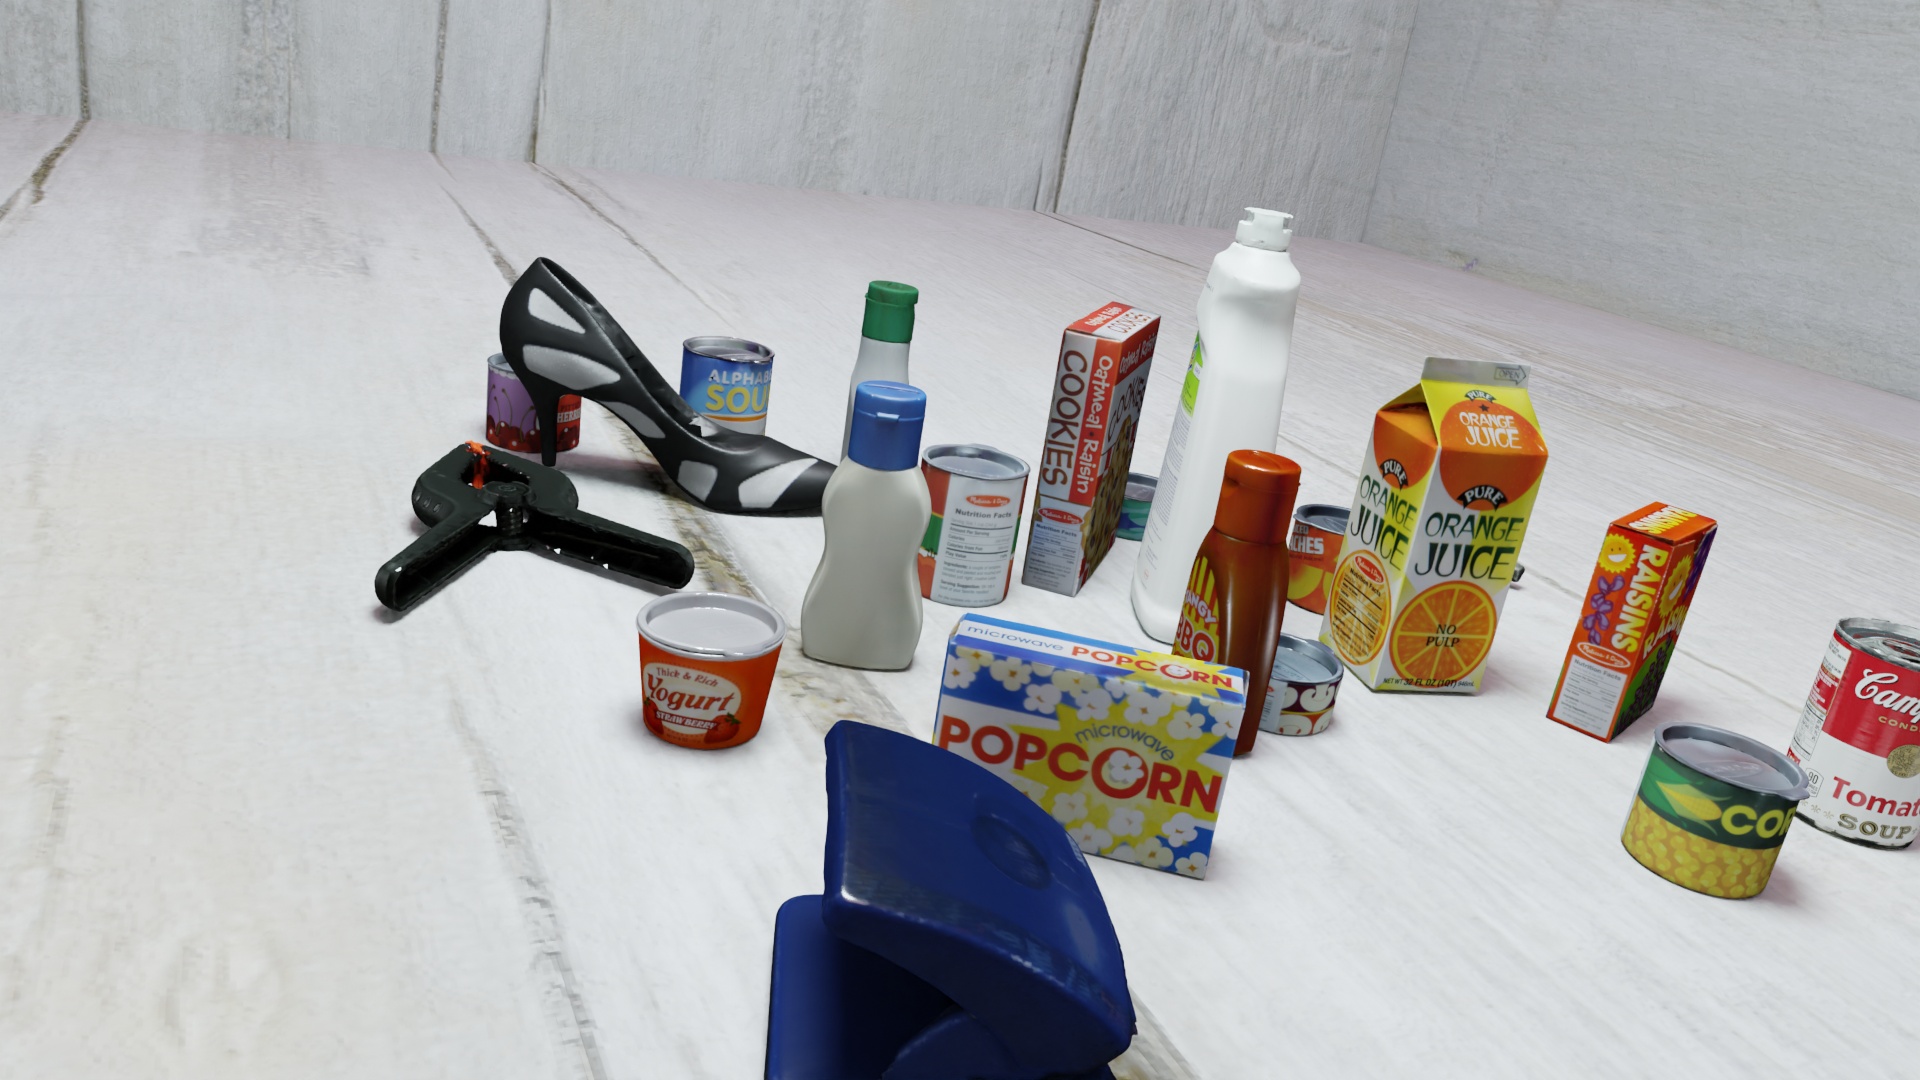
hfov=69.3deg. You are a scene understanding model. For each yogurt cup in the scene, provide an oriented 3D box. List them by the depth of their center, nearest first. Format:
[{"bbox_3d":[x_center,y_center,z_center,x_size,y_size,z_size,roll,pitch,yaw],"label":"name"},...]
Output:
[{"bbox_3d":[-0.117,0.060,0.641,0.072,0.053,0.072,8,20,-3],"label":"yogurt cup"}]

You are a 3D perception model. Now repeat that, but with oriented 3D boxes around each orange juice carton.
[{"bbox_3d":[0.276,-0.012,0.808,0.072,0.192,0.073,3,20,-15],"label":"orange juice carton"}]

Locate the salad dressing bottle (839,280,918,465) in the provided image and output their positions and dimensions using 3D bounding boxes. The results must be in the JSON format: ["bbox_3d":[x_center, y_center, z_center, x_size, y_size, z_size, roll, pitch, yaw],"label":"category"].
[{"bbox_3d":[-0.058,-0.111,1.002,0.044,0.147,0.064,8,19,-3],"label":"salad dressing bottle"}]

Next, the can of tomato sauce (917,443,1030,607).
[{"bbox_3d":[0.003,-0.011,0.846,0.071,0.082,0.071,8,19,-3],"label":"can of tomato sauce"}]

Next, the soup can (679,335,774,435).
[{"bbox_3d":[-0.172,-0.101,1.017,0.071,0.083,0.071,8,19,-3],"label":"soup can"}]

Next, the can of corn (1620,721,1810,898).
[{"bbox_3d":[0.356,0.128,0.655,0.071,0.058,0.071,8,19,-3],"label":"can of corn"}]

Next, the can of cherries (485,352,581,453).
[{"bbox_3d":[-0.302,-0.099,0.992,0.071,0.058,0.072,8,19,-3],"label":"can of cherries"}]

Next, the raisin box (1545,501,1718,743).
[{"bbox_3d":[0.388,0.045,0.801,0.040,0.123,0.086,25,25,38],"label":"raisin box"}]

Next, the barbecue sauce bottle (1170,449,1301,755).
[{"bbox_3d":[0.137,0.030,0.697,0.044,0.148,0.065,3,20,-17],"label":"barbecue sauce bottle"}]

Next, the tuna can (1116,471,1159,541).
[{"bbox_3d":[0.125,-0.026,1.016,0.071,0.032,0.071,8,20,-3],"label":"tuna can"}]

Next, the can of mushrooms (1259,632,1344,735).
[{"bbox_3d":[0.173,0.076,0.755,0.071,0.033,0.071,8,20,-3],"label":"can of mushrooms"}]

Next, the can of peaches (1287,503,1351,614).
[{"bbox_3d":[0.248,0.013,0.924,0.071,0.057,0.071,8,19,-3],"label":"can of peaches"}]

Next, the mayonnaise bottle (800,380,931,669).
[{"bbox_3d":[-0.045,-0.007,0.720,0.065,0.147,0.041,8,19,-2],"label":"mayonnaise bottle"}]

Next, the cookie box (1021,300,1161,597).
[{"bbox_3d":[0.085,-0.063,0.902,0.040,0.166,0.123,14,20,15],"label":"cookie box"}]

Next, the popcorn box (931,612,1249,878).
[{"bbox_3d":[0.052,0.087,0.596,0.127,0.085,0.038,12,19,7],"label":"popcorn box"}]
